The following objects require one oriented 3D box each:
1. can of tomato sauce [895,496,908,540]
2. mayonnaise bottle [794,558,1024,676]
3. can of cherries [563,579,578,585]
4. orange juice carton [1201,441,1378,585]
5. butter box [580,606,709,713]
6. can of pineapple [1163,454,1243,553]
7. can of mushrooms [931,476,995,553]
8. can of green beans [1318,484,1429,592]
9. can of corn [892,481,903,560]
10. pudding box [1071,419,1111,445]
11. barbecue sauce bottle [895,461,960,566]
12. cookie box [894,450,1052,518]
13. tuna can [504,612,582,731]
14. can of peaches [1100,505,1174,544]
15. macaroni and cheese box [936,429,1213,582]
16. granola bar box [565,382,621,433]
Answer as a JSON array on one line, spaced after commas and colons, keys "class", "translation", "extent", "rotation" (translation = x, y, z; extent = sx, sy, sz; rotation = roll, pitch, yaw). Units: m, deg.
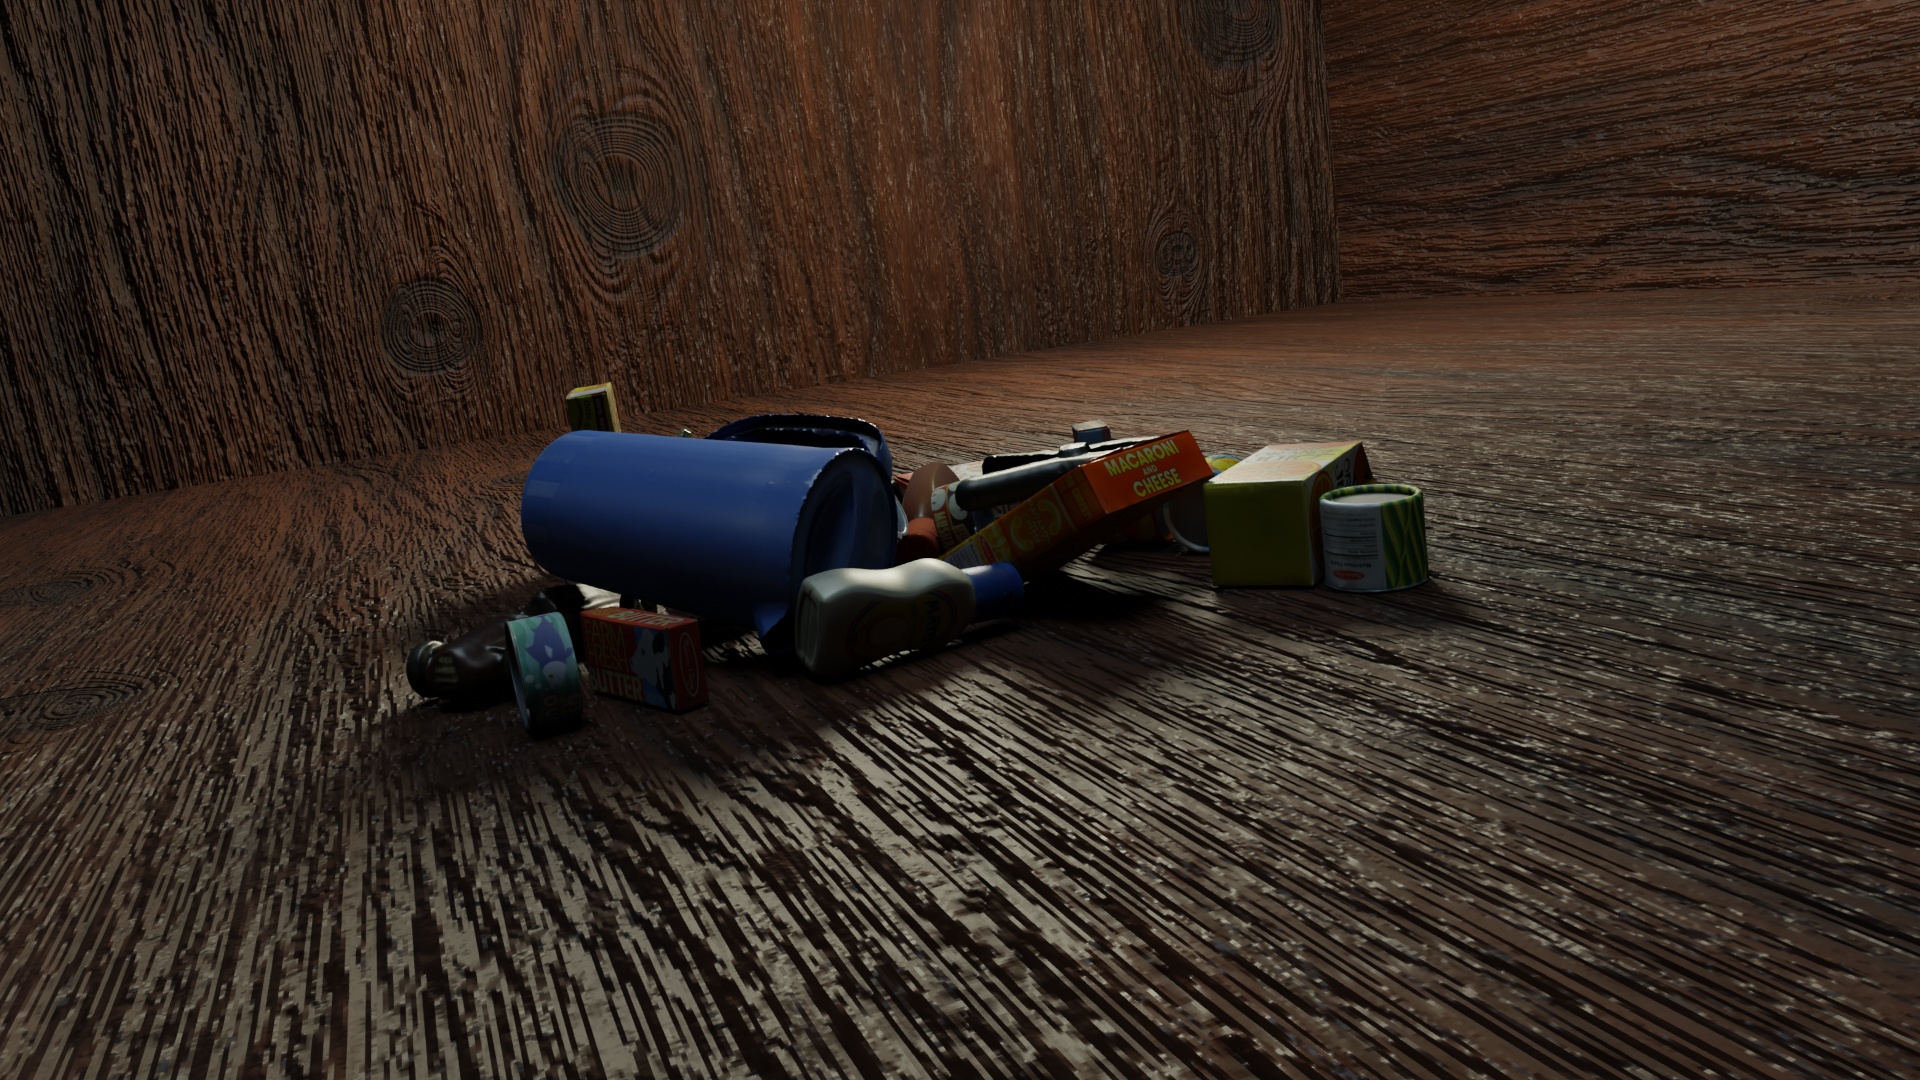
[{"class": "can of tomato sauce", "translation": [-0.092, -0.008, 1.075], "extent": [0.083, 0.071, 0.071], "rotation": [-33, 5, 15]}, {"class": "mayonnaise bottle", "translation": [-0.030, 0.042, 0.872], "extent": [0.148, 0.064, 0.041], "rotation": [-10, 32, -31]}, {"class": "can of cherries", "translation": [-0.316, 0.011, 1.205], "extent": [0.071, 0.058, 0.071], "rotation": [-7, 11, 1]}, {"class": "orange juice carton", "translation": [0.242, -0.026, 0.995], "extent": [0.072, 0.073, 0.193], "rotation": [-1, 13, 31]}, {"class": "butter box", "translation": [-0.195, 0.071, 0.850], "extent": [0.024, 0.053, 0.103], "rotation": [-15, 14, -43]}, {"class": "can of pineapple", "translation": [0.194, -0.029, 1.054], "extent": [0.071, 0.071, 0.058], "rotation": [-2, 13, 24]}, {"class": "can of mushrooms", "translation": [0.004, -0.014, 1.098], "extent": [0.033, 0.071, 0.071], "rotation": [-17, 8, 16]}, {"class": "can of green beans", "translation": [0.268, -0.002, 0.901], "extent": [0.071, 0.057, 0.071], "rotation": [-7, 11, 1]}, {"class": "can of corn", "translation": [-0.080, -0.013, 1.153], "extent": [0.058, 0.071, 0.071], "rotation": [-6, 11, 11]}, {"class": "pudding box", "translation": [0.121, -0.061, 1.221], "extent": [0.030, 0.083, 0.050], "rotation": [-10, 12, -1]}, {"class": "barbecue sauce bottle", "translation": [-0.025, -0.015, 1.151], "extent": [0.043, 0.064, 0.149], "rotation": [-22, 17, 14]}, {"class": "cookie box", "translation": [0.032, -0.052, 1.339], "extent": [0.168, 0.040, 0.123], "rotation": [-11, 12, -16]}, {"class": "tuna can", "translation": [-0.246, 0.079, 0.821], "extent": [0.033, 0.071, 0.071], "rotation": [-11, 12, -23]}, {"class": "can of peaches", "translation": [0.137, -0.028, 1.098], "extent": [0.058, 0.071, 0.071], "rotation": [-1, 13, 28]}, {"class": "macaroni and cheese box", "translation": [0.073, -0.014, 0.953], "extent": [0.124, 0.040, 0.165], "rotation": [-20, -11, -45]}, {"class": "granola bar box", "translation": [-0.332, -0.061, 1.301], "extent": [0.039, 0.165, 0.124], "rotation": [-10, 12, -10]}]
